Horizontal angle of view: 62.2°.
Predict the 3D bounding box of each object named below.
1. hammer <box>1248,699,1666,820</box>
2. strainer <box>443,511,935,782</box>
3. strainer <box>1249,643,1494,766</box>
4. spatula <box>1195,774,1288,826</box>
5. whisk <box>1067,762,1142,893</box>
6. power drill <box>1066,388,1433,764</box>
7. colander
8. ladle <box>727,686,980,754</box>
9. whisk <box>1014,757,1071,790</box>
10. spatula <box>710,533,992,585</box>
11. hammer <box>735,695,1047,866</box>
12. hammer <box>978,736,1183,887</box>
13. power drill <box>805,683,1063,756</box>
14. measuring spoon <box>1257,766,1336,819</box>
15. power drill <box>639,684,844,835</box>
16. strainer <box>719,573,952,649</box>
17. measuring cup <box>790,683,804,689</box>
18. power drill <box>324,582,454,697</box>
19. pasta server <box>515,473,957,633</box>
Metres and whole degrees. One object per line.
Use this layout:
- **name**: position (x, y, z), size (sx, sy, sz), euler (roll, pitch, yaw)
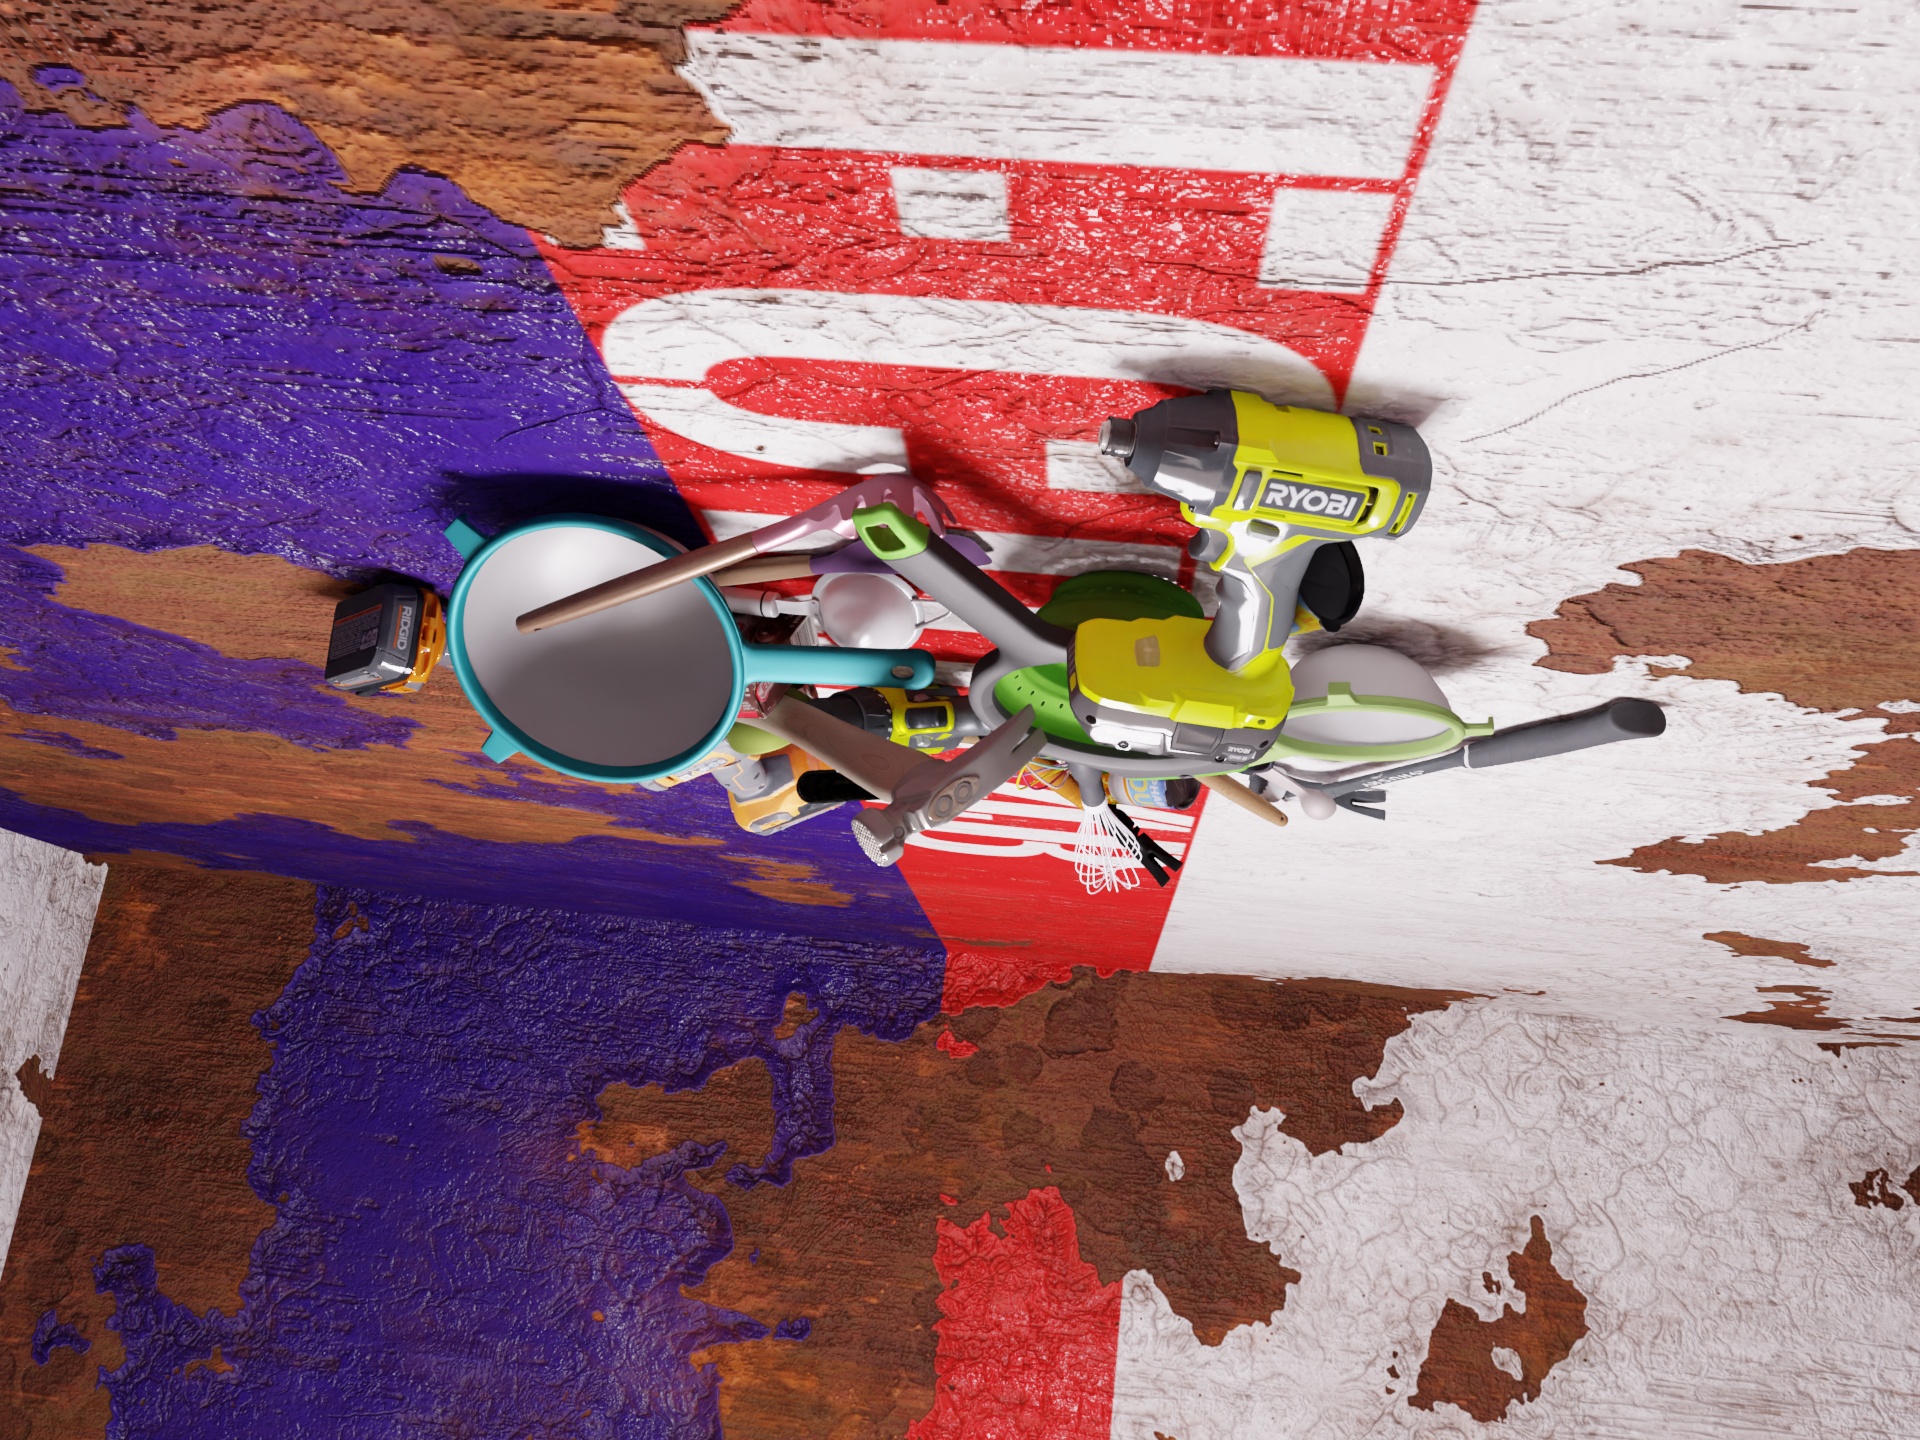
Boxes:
- **hammer**: position (0.438, 0.038, 1.400), size (0.149, 0.036, 0.409), euler (13, 163, -26)
- **strainer**: position (-0.184, -0.063, 1.126), size (0.340, 0.095, 0.210), euler (3, 121, 4)
- **strainer**: position (0.276, -0.009, 1.234), size (0.151, 0.069, 0.256), euler (11, 165, -24)
- **spatula**: position (0.220, 0.047, 1.424), size (0.044, 0.082, 0.317), euler (17, 172, 45)
- **whisk**: position (0.126, 0.087, 1.442), size (0.070, 0.070, 0.284), euler (3, 152, 13)
- **power drill**: position (0.141, -0.081, 0.894), size (0.171, 0.080, 0.223), euler (8, 136, -8)
- **colander**: position (0.066, -0.074, 1.060), size (0.204, 0.095, 0.396), euler (-7, 153, 36)
- **ladle**: position (-0.074, 0.013, 1.428), size (0.320, 0.062, 0.078), euler (9, -175, -45)
- **whisk**: position (0.093, 0.040, 1.456), size (0.051, 0.047, 0.245), euler (5, 180, 20)
- **spatula**: position (-0.127, -0.110, 1.137), size (0.316, 0.018, 0.059), euler (-3, 158, 28)
- **hammer**: position (-0.104, 0.002, 1.183), size (0.411, 0.146, 0.038), euler (21, 140, 55)
- **hammer**: position (0.113, 0.073, 1.582), size (0.127, 0.034, 0.336), euler (44, -176, 36)
- **power drill**: position (-0.002, -0.004, 1.290), size (0.228, 0.080, 0.190), euler (-4, 179, 34)
- **measuring spoon**: position (0.291, 0.058, 1.475), size (0.124, 0.018, 0.034), euler (31, 148, 5)
- **power drill**: position (-0.185, 0.029, 1.517), size (0.185, 0.084, 0.226), euler (-23, 156, 15)
- **strainer**: position (-0.134, -0.083, 1.183), size (0.258, 0.050, 0.086), euler (8, 135, 18)
- **measuring cup**: position (-0.118, -0.053, 1.342), size (0.156, 0.029, 0.062), euler (-12, 162, 25)
- **power drill**: position (-0.424, -0.047, 1.382), size (0.226, 0.084, 0.164), euler (15, 163, -41)
- **pasta server**: position (-0.153, -0.099, 1.021), size (0.316, 0.040, 0.060), euler (-16, 166, 19)
